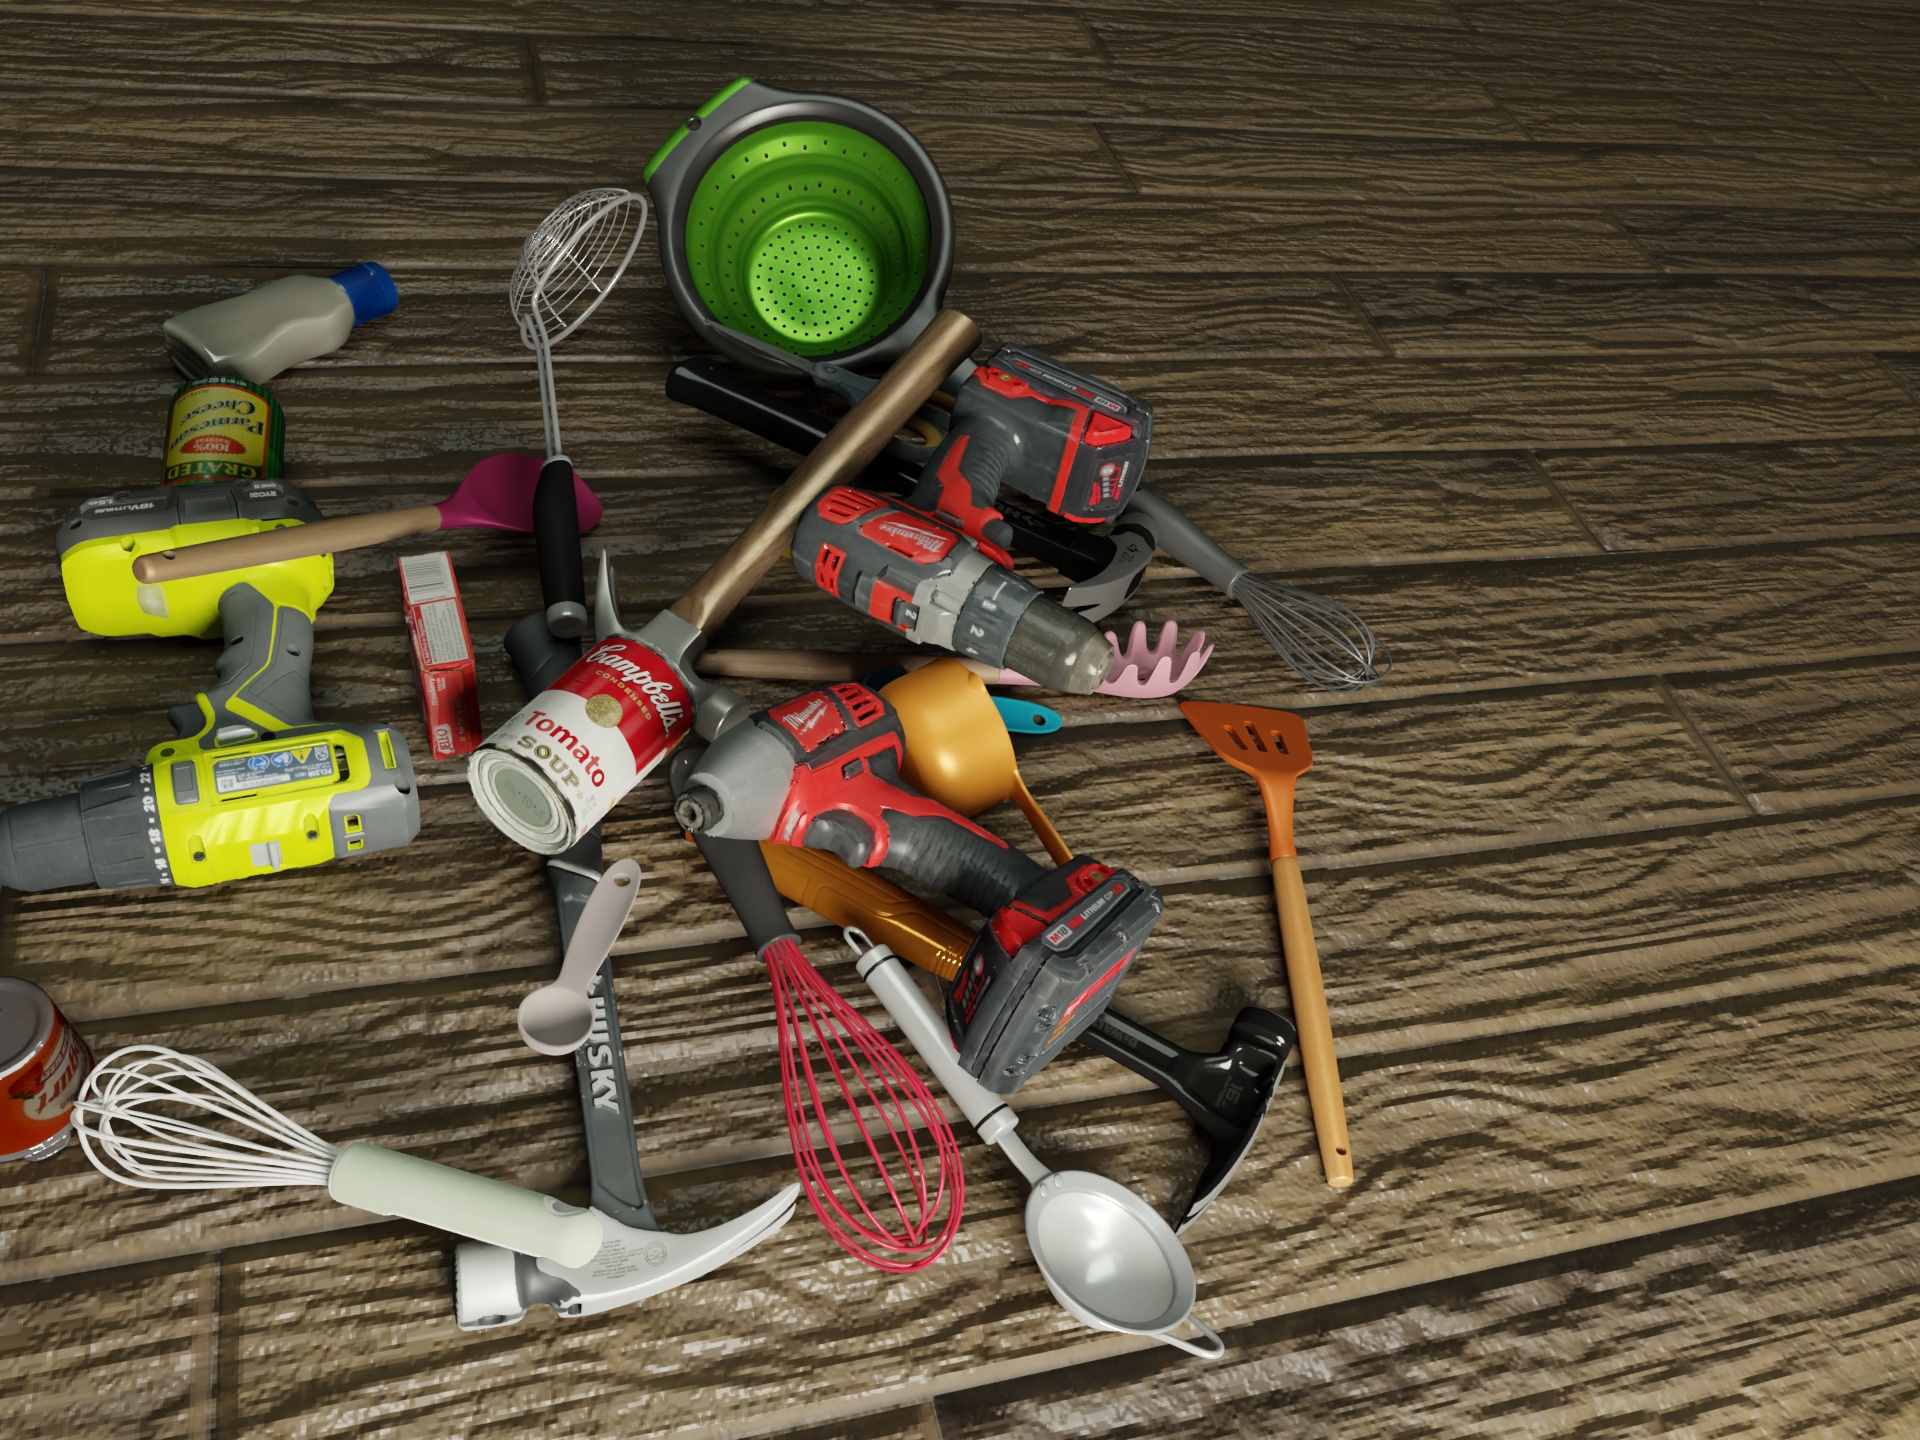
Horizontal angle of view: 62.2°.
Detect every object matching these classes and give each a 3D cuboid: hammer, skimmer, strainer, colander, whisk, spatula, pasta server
[{"bbox_3d":[-0.186,0.093,0.798,0.149,0.036,0.409,-3,49,-18],"label":"hammer"},{"bbox_3d":[-0.095,-0.138,0.963,0.130,0.031,0.331,31,66,16],"label":"hammer"},{"bbox_3d":[-0.001,0.127,0.813,0.337,0.034,0.127,27,47,12],"label":"hammer"},{"bbox_3d":[-0.229,-0.197,0.999,0.090,0.127,0.364,9,51,-31],"label":"skimmer"},{"bbox_3d":[0.022,0.194,0.735,0.087,0.050,0.259,-9,53,-52],"label":"strainer"},{"bbox_3d":[-0.048,-0.274,1.130,0.397,0.094,0.204,44,85,3],"label":"colander"},{"bbox_3d":[-0.038,-0.155,1.029,0.335,0.035,0.146,25,34,6],"label":"hammer"},{"bbox_3d":[0.186,-0.094,1.052,0.055,0.055,0.239,-27,55,-33],"label":"whisk"},{"bbox_3d":[0.182,0.105,0.887,0.081,0.041,0.323,6,51,-10],"label":"spatula"},{"bbox_3d":[-0.004,-0.037,0.959,0.316,0.040,0.060,1,24,-10],"label":"pasta server"},{"bbox_3d":[-0.080,0.125,0.761,0.073,0.073,0.296,-15,56,-25],"label":"whisk"},{"bbox_3d":[-0.262,0.186,0.661,0.246,0.057,0.059,11,85,13],"label":"whisk"}]

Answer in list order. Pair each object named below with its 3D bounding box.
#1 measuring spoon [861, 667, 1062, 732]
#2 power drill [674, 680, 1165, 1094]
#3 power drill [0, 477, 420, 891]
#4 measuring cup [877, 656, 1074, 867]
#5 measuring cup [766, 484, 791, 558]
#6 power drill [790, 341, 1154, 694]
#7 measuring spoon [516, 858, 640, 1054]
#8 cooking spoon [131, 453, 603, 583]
[{"bbox_3d":[-0.002,-0.003,0.946,0.128,0.021,0.042,7,63,-19],"label":"measuring spoon"},{"bbox_3d":[-0.026,0.068,0.761,0.220,0.078,0.143,36,32,19],"label":"power drill"},{"bbox_3d":[-0.396,-0.015,0.817,0.190,0.080,0.229,-10,54,-23],"label":"power drill"},{"bbox_3d":[0.008,0.045,0.854,0.052,0.095,0.174,-24,60,-21],"label":"measuring cup"},{"bbox_3d":[-0.060,-0.106,1.011,0.157,0.029,0.062,33,49,20],"label":"measuring cup"},{"bbox_3d":[0.034,-0.114,0.918,0.188,0.080,0.227,28,47,13],"label":"power drill"},{"bbox_3d":[-0.176,0.111,0.753,0.034,0.018,0.124,18,38,-2],"label":"measuring spoon"},{"bbox_3d":[-0.315,-0.110,0.888,0.069,0.017,0.319,49,31,8],"label":"cooking spoon"}]
